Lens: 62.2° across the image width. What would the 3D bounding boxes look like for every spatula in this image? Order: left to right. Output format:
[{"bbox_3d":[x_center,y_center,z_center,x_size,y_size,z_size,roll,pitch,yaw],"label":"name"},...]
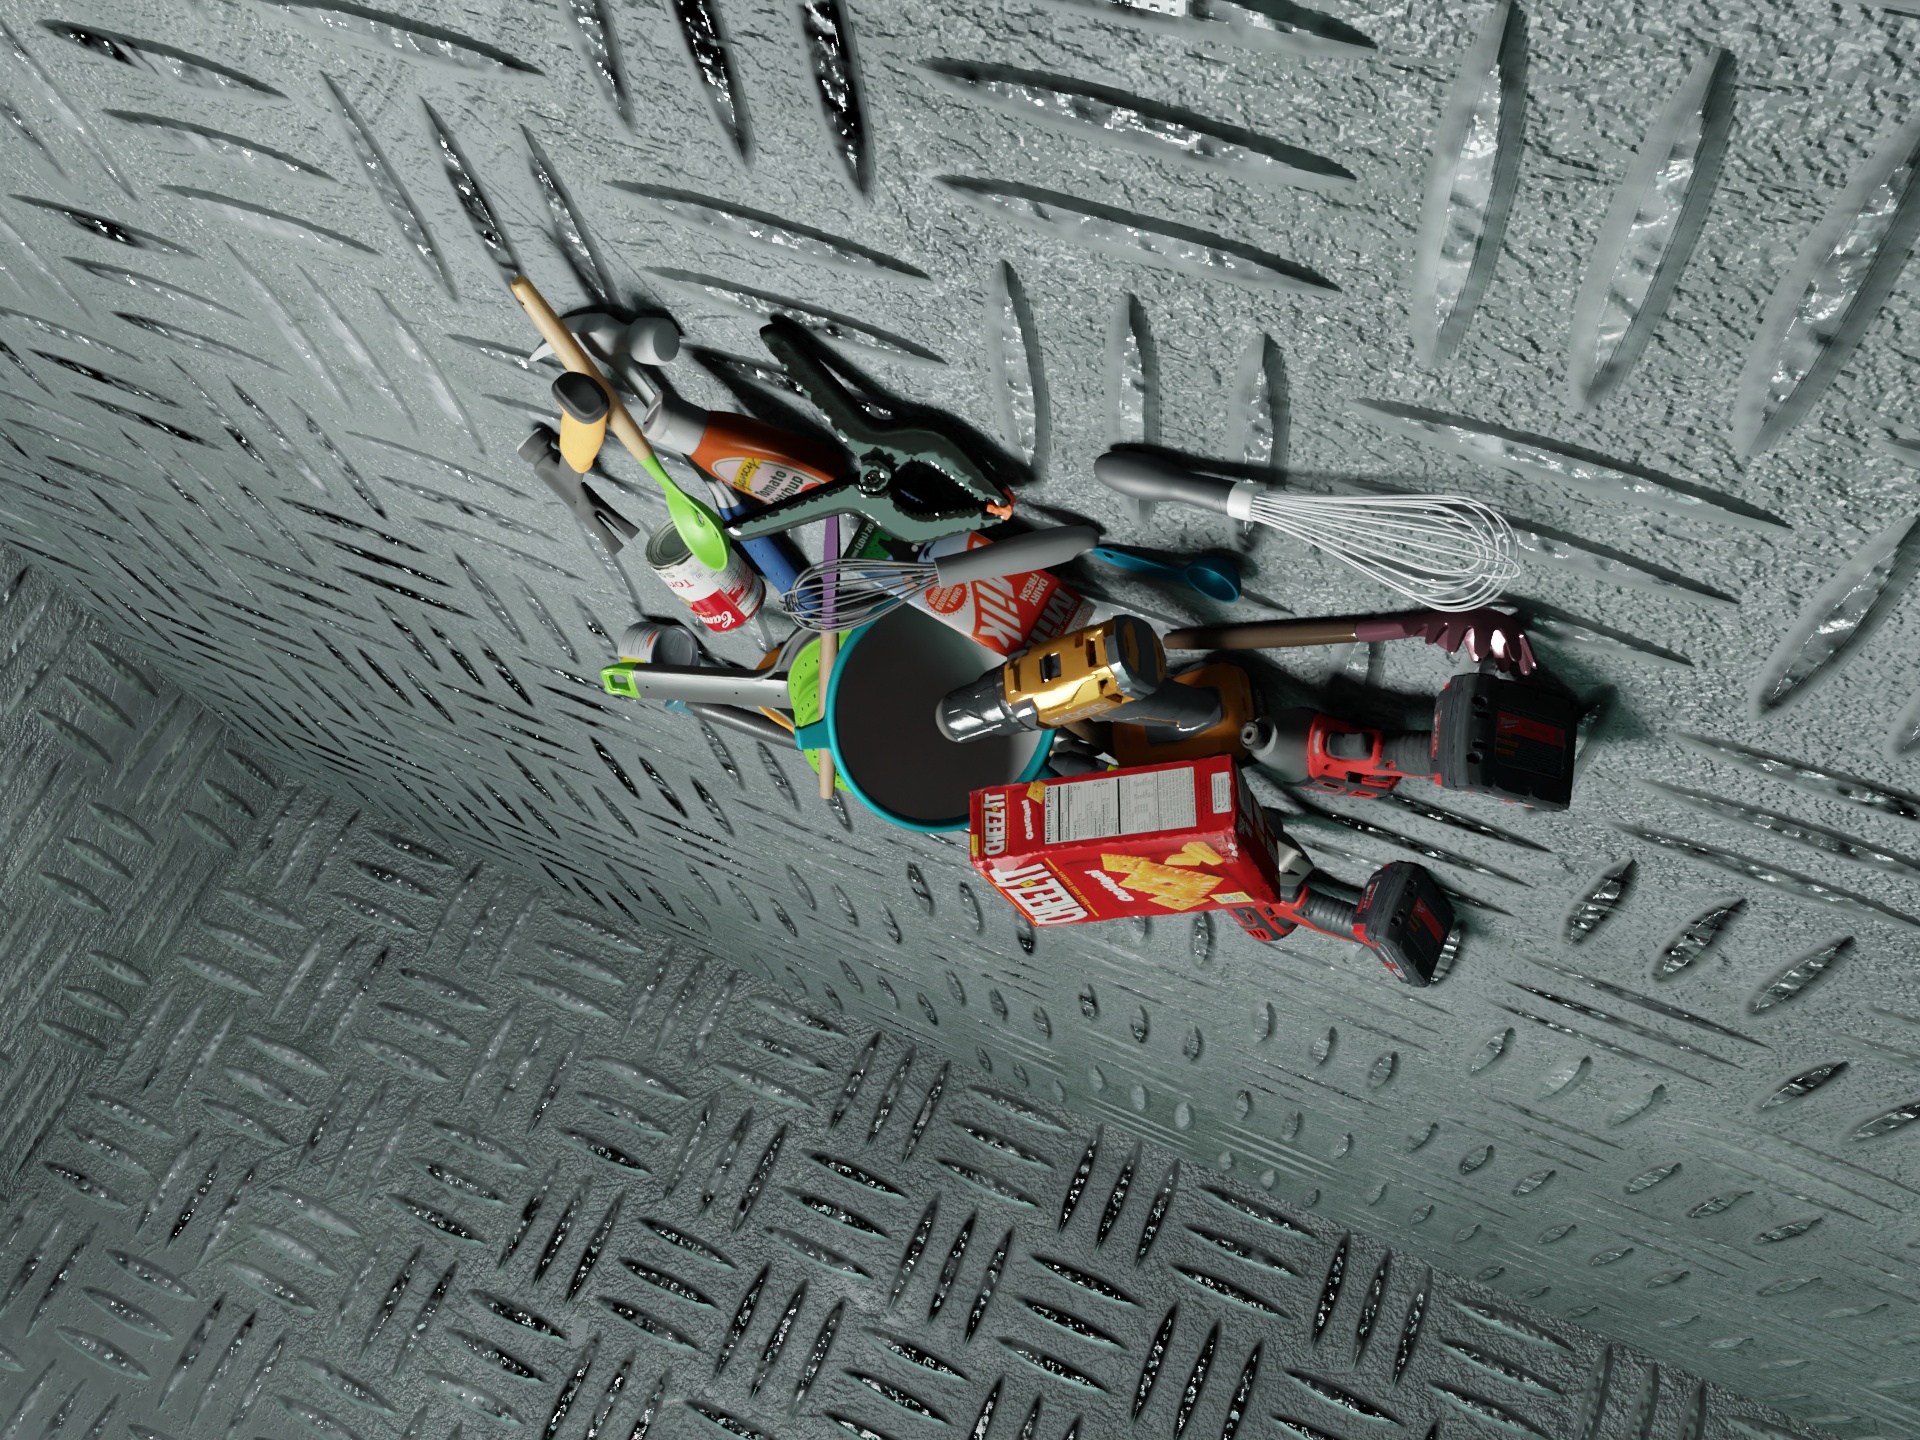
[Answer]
[{"bbox_3d":[-0.109,-0.058,1.328,0.018,0.060,0.315,-3,128,-10],"label":"spatula"}]

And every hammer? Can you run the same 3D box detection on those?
[{"bbox_3d":[-0.302,-0.212,1.275,0.127,0.034,0.337,47,167,-9],"label":"hammer"},{"bbox_3d":[-0.205,-0.193,1.334,0.144,0.035,0.405,12,155,31],"label":"hammer"},{"bbox_3d":[-0.163,0.025,1.738,0.331,0.033,0.128,19,166,-5],"label":"hammer"},{"bbox_3d":[0.178,0.049,1.355,0.331,0.031,0.130,32,-167,-24],"label":"hammer"}]

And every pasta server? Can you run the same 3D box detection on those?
[{"bbox_3d":[0.260,-0.055,1.124,0.060,0.040,0.316,14,172,-38],"label":"pasta server"}]

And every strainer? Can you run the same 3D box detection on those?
[{"bbox_3d":[0.018,0.017,1.367,0.340,0.211,0.095,37,173,-27],"label":"strainer"}]

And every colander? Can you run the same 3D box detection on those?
[{"bbox_3d":[-0.159,-0.004,1.465,0.397,0.095,0.204,4,133,14],"label":"colander"}]

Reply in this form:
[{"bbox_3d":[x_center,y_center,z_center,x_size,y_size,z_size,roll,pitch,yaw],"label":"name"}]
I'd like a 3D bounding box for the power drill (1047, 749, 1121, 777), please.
[{"bbox_3d":[0.128,0.090,1.526,0.171,0.080,0.223,27,165,-2],"label":"power drill"}]

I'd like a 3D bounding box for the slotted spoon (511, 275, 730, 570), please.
[{"bbox_3d":[-0.256,-0.224,1.232,0.070,0.031,0.313,28,162,35],"label":"slotted spoon"}]

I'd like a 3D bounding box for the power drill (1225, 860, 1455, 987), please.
[{"bbox_3d":[0.331,0.164,1.512,0.227,0.080,0.187,10,154,43],"label":"power drill"}]

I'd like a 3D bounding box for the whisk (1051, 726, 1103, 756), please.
[{"bbox_3d":[-0.002,-0.005,1.519,0.296,0.073,0.073,12,156,18],"label":"whisk"}]

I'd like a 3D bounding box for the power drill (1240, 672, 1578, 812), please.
[{"bbox_3d":[0.313,0.019,1.140,0.143,0.078,0.220,13,171,-32],"label":"power drill"}]

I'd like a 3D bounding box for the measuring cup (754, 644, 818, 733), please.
[{"bbox_3d":[-0.155,-0.008,1.654,0.095,0.052,0.173,11,144,32],"label":"measuring cup"}]

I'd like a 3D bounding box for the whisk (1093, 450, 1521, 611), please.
[{"bbox_3d":[0.207,-0.130,0.992,0.285,0.070,0.070,19,159,28],"label":"whisk"}]

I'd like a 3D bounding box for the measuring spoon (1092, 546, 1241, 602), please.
[{"bbox_3d":[0.150,-0.115,1.147,0.129,0.021,0.042,21,161,39],"label":"measuring spoon"}]

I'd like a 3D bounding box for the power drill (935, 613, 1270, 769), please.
[{"bbox_3d":[0.109,-0.006,1.206,0.185,0.084,0.226,-20,155,36],"label":"power drill"}]

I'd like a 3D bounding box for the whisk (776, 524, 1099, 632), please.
[{"bbox_3d":[-0.015,-0.109,1.152,0.239,0.055,0.055,-13,155,-2],"label":"whisk"}]

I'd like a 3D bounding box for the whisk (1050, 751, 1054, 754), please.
[{"bbox_3d":[-0.016,0.005,1.577,0.245,0.047,0.051,11,153,26],"label":"whisk"}]
